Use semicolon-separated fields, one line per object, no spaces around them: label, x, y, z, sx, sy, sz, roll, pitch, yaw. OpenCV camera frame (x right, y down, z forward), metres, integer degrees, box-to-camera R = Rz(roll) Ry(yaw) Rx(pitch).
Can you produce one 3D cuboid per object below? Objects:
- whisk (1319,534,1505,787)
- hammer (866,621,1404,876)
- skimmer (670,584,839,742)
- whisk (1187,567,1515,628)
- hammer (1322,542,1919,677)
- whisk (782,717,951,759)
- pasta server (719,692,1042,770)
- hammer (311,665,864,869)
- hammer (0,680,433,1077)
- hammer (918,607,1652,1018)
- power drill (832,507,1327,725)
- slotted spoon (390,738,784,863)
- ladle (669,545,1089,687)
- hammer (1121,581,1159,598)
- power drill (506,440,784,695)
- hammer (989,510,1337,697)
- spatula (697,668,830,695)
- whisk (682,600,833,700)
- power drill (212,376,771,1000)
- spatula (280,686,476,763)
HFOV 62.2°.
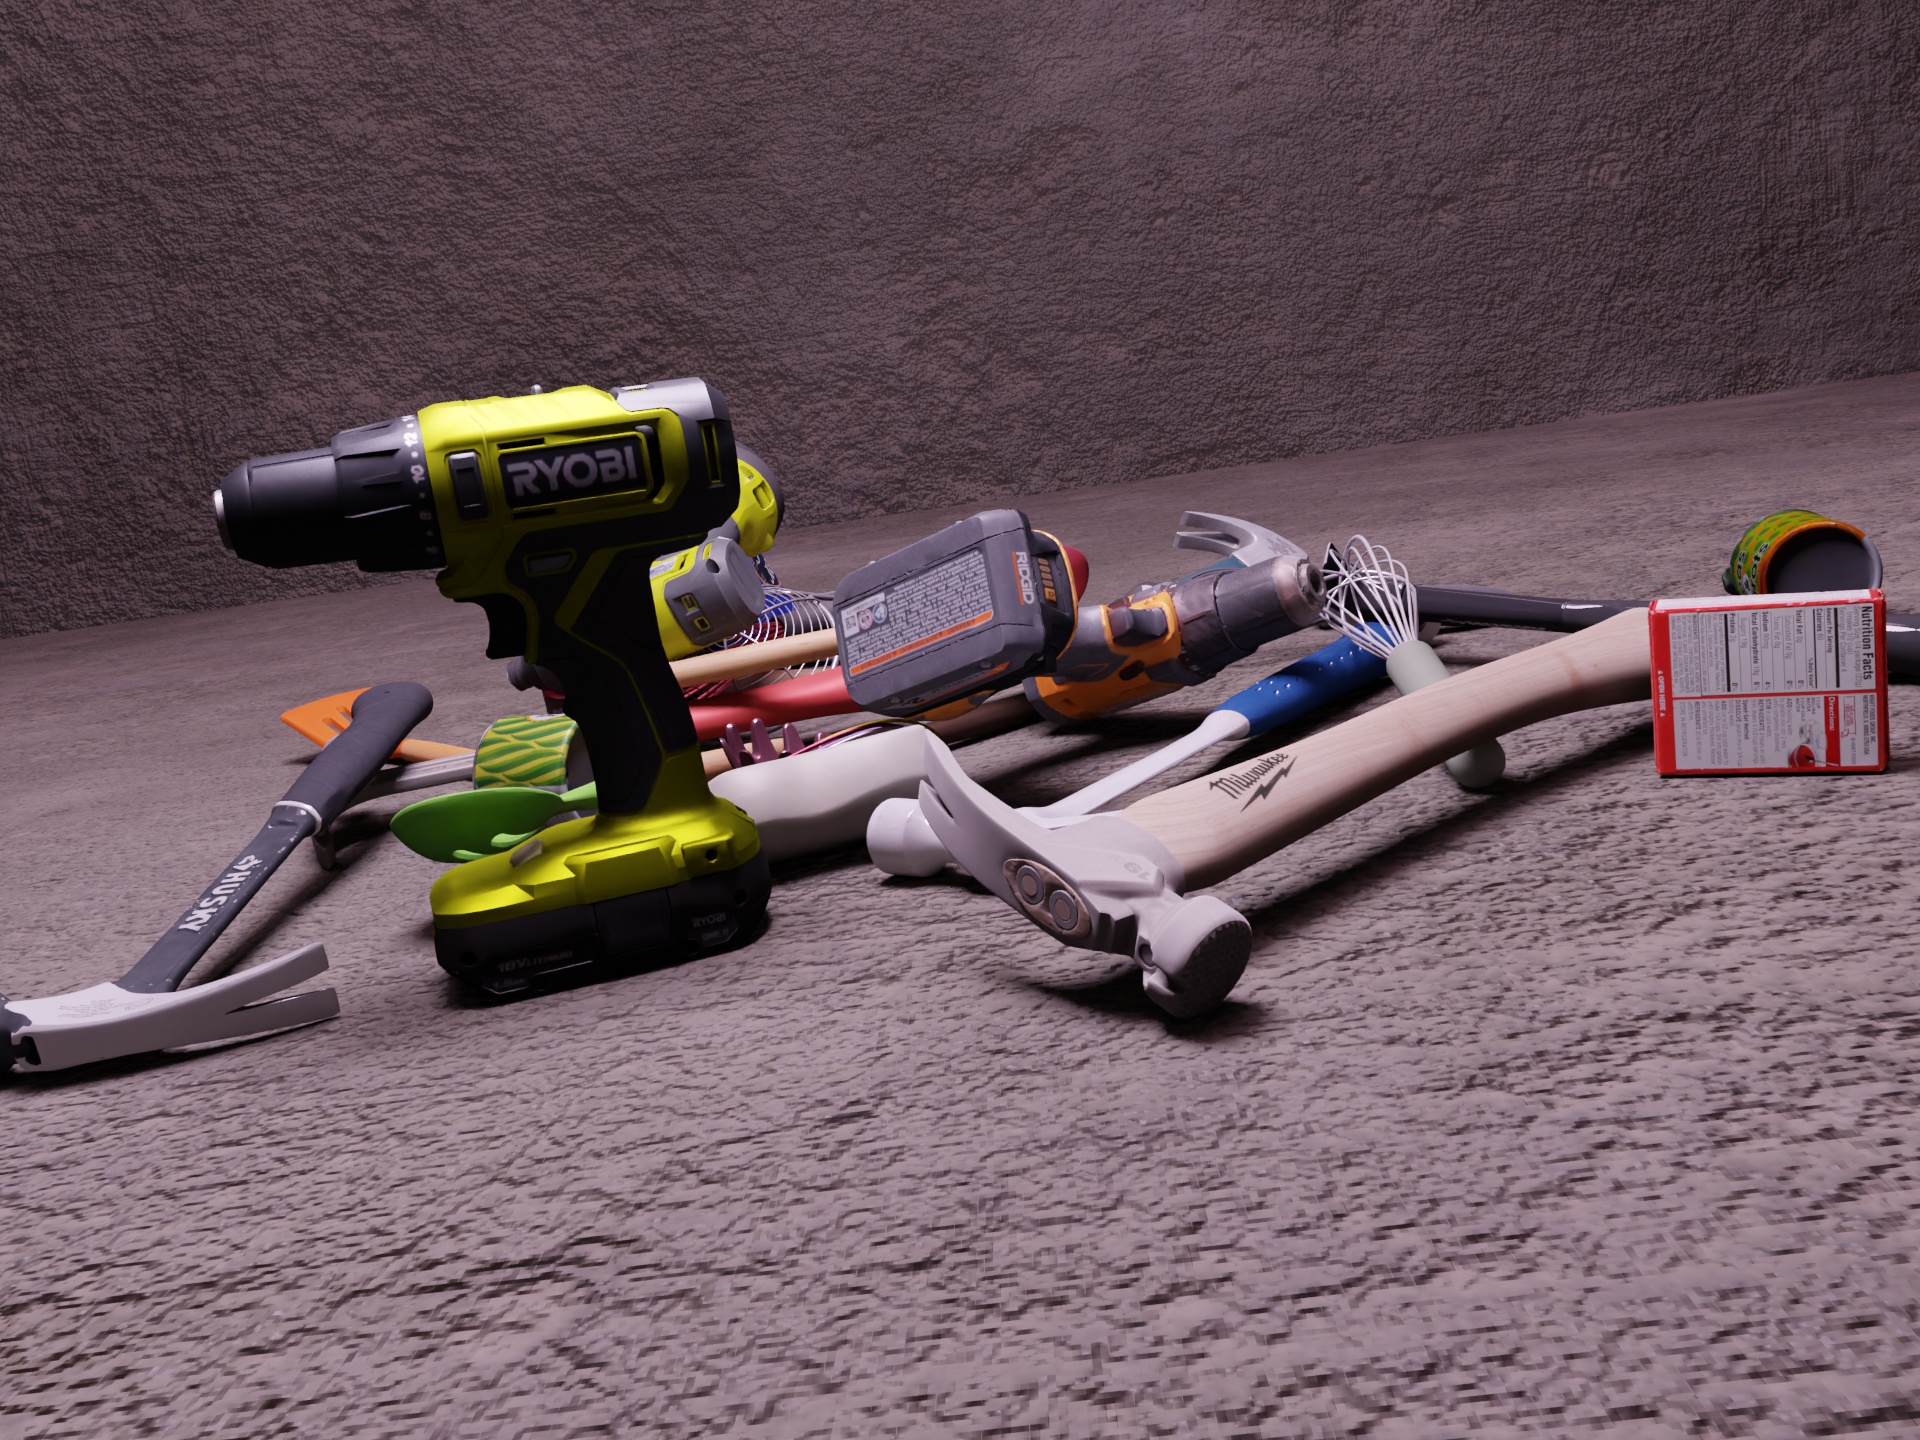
whisk;0.225;-0.032;0.805;0.058;0.059;0.247;1;27;-3
hammer;0.135;0.006;0.802;0.144;0.035;0.405;1;14;38
skimmer;-0.074;-0.070;1.185;0.127;0.090;0.363;18;22;28
whisk;0.259;-0.074;1.066;0.239;0.055;0.055;-1;11;-4
hammer;0.355;-0.058;0.883;0.146;0.035;0.335;14;-3;-44
whisk;-0.113;0.047;0.776;0.245;0.047;0.051;-18;2;-22
pasta server;-0.001;-0.003;0.939;0.316;0.040;0.060;-16;26;-38
hammer;-0.206;0.012;0.962;0.359;0.036;0.149;-12;21;-15
hammer;-0.327;0.053;0.779;0.149;0.036;0.409;-6;19;-1
hammer;0.175;0.004;0.655;0.410;0.038;0.146;-17;37;-38
power drill;0.069;-0.051;0.836;0.185;0.084;0.226;-20;-16;37
slotted spoon;-0.170;0.035;0.829;0.070;0.031;0.313;-24;-4;25
ladle;-0.075;-0.049;0.958;0.315;0.069;0.031;-12;52;7
hammer;-0.036;-0.065;1.260;0.386;0.038;0.143;-3;14;25
power drill;-0.205;-0.099;1.066;0.171;0.080;0.223;-21;26;14
hammer;0.115;-0.069;1.099;0.331;0.033;0.128;-22;53;-31
spatula;-0.192;-0.027;1.232;0.316;0.018;0.060;-2;26;31
whisk;-0.152;-0.062;1.192;0.296;0.073;0.073;-23;18;-38
power drill;-0.173;-0.014;0.630;0.190;0.228;0.080;-12;12;-16
spatula;-0.376;0.014;1.108;0.081;0.041;0.323;-22;19;-39
